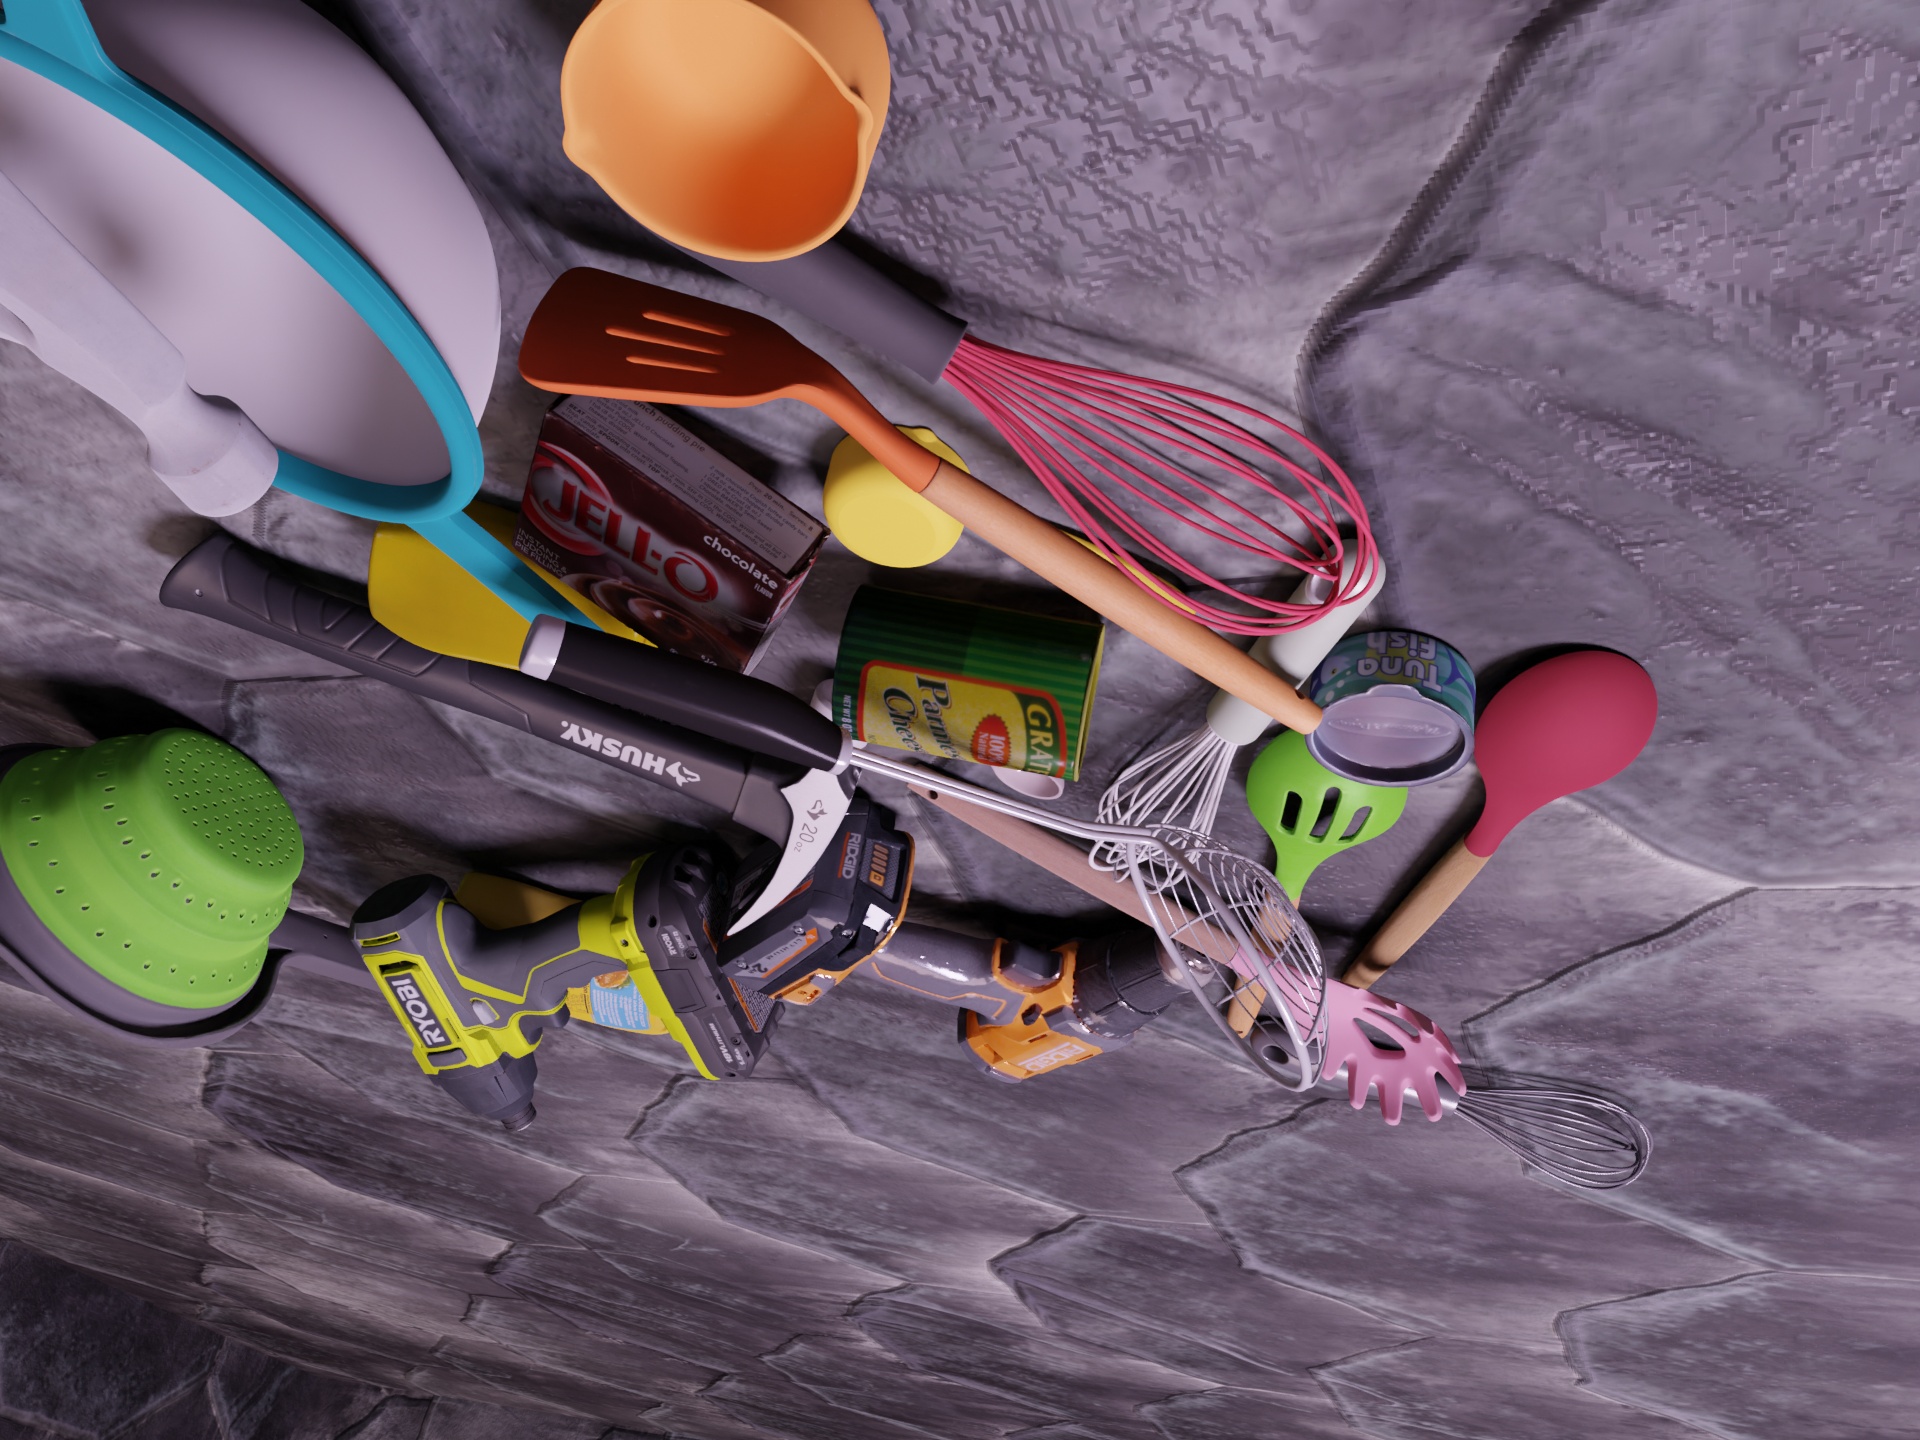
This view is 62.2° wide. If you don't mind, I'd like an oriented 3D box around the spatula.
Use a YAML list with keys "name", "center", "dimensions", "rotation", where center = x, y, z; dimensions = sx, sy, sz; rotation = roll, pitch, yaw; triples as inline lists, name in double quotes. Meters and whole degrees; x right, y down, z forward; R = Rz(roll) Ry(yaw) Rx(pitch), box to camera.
- name: "spatula"
  center: [0.003, -0.069, 0.564]
  dimensions: [0.322, 0.081, 0.041]
  rotation: [30, 125, -22]

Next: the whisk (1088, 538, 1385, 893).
- name: "whisk"
  center: [0.113, 0.004, 0.676]
  dimensions: [0.059, 0.058, 0.246]
  rotation: [-11, 152, -26]

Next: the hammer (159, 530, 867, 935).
- name: "hammer"
  center: [-0.214, -0.007, 0.752]
  dimensions: [0.334, 0.035, 0.146]
  rotation: [21, 122, -3]

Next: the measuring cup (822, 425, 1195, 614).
- name: "measuring cup"
  center: [0.020, -0.064, 0.615]
  dimensions: [0.156, 0.029, 0.062]
  rotation: [23, 145, -9]

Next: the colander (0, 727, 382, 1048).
- name: "colander"
  center: [-0.406, 0.100, 0.955]
  dimensions: [0.094, 0.205, 0.396]
  rotation: [-36, 148, 8]

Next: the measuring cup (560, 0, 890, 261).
- name: "measuring cup"
  center: [-0.075, -0.208, 0.423]
  dimensions: [0.095, 0.052, 0.173]
  rotation: [0, 142, 20]

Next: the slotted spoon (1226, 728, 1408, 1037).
- name: "slotted spoon"
  center: [0.162, 0.097, 0.804]
  dimensions: [0.070, 0.031, 0.313]
  rotation: [10, 148, 7]

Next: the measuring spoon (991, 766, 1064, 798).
- name: "measuring spoon"
  center: [-0.001, -0.002, 0.733]
  dimensions: [0.124, 0.018, 0.034]
  rotation: [34, 155, -17]

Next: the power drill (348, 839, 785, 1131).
- name: "power drill"
  center: [-0.221, 0.158, 0.920]
  dimensions: [0.223, 0.080, 0.171]
  rotation: [-13, 115, 19]

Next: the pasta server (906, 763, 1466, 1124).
- name: "pasta server"
  center: [0.112, 0.106, 0.791]
  dimensions: [0.316, 0.040, 0.060]
  rotation: [29, 120, -7]

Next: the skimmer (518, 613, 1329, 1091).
- name: "skimmer"
  center: [-0.004, 0.057, 0.625]
  dimensions: [0.363, 0.090, 0.127]
  rotation: [20, -174, -22]

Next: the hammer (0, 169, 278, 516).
- name: "hammer"
  center: [-0.418, -0.165, 0.533]
  dimensions: [0.406, 0.035, 0.144]
  rotation: [17, 156, 22]

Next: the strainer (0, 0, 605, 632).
- name: "strainer"
  center: [-0.191, -0.128, 0.539]
  dimensions: [0.211, 0.095, 0.340]
  rotation: [7, 152, 40]

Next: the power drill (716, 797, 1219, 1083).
- name: "power drill"
  center: [0.008, 0.121, 0.851]
  dimensions: [0.226, 0.084, 0.185]
  rotation: [27, 142, -25]

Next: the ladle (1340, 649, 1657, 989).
- name: "ladle"
  center: [0.229, 0.067, 0.737]
  dimensions: [0.069, 0.031, 0.315]
  rotation: [9, 148, -2]

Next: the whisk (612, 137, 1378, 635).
- name: "whisk"
  center: [0.013, -0.112, 0.530]
  dimensions: [0.295, 0.073, 0.073]
  rotation: [29, 144, -10]

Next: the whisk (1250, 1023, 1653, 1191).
- name: "whisk"
  center: [0.284, 0.220, 0.924]
  dimensions: [0.239, 0.055, 0.055]
  rotation: [17, 147, 4]

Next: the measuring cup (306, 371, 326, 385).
- name: "measuring cup"
  center: [-0.276, -0.137, 0.609]
  dimensions: [0.167, 0.038, 0.083]
  rotation: [28, 144, -23]
